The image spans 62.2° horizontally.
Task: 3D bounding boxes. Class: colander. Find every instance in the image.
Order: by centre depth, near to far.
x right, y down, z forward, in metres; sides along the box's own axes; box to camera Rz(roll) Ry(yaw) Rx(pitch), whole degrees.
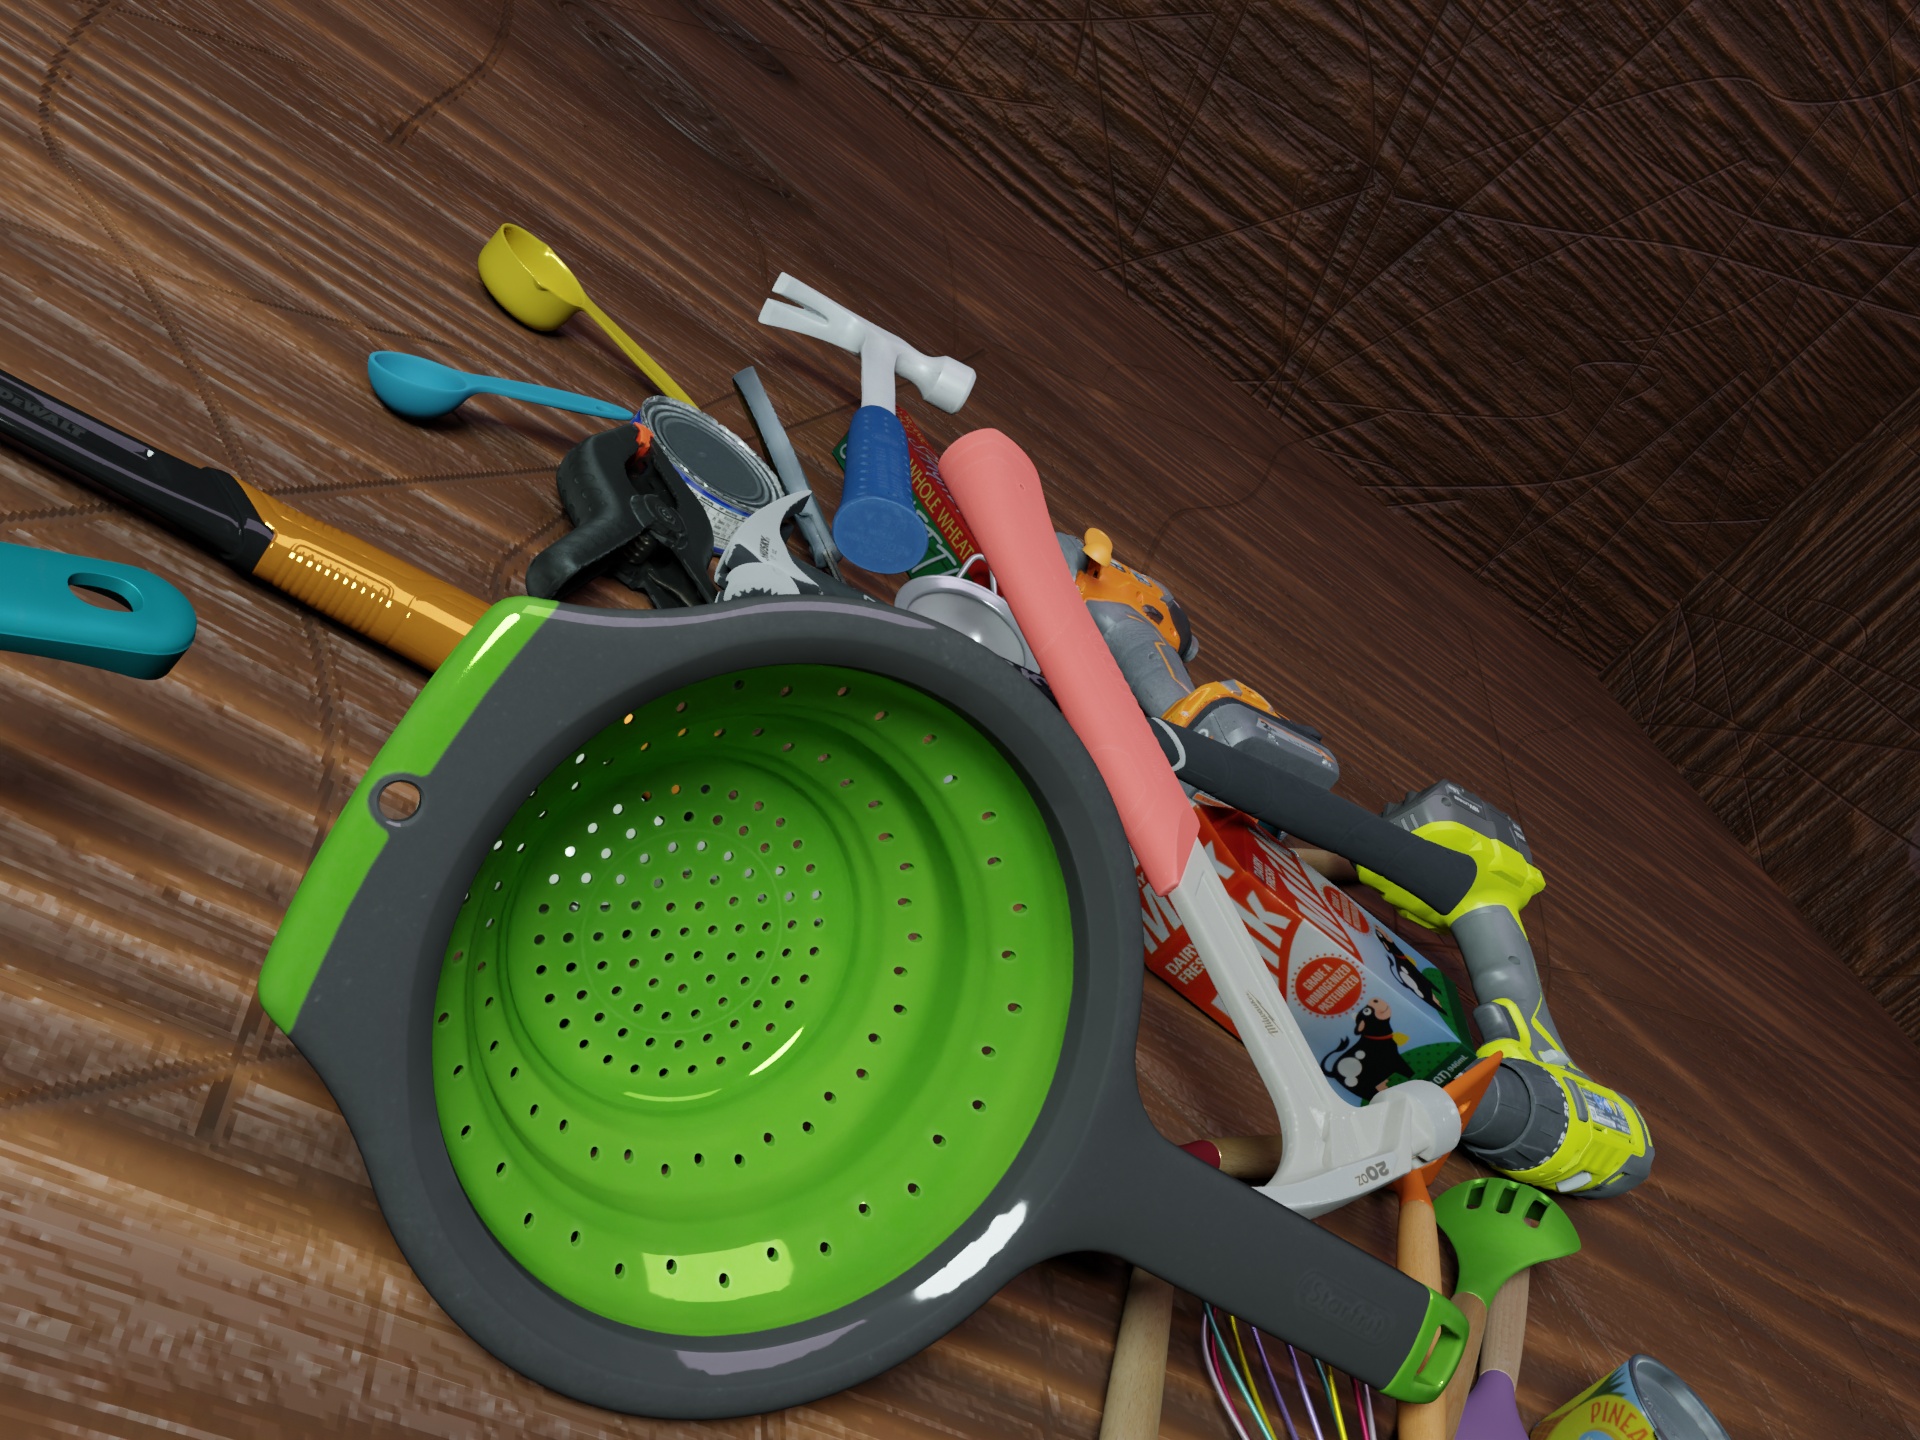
[{"bbox_3d":[0.000,0.108,0.462,0.396,0.204,0.094,35,-10,-27],"label":"colander"}]

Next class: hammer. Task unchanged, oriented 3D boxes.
[{"bbox_3d":[-0.218,-0.058,0.530,0.336,0.034,0.127,31,25,-26],"label":"hammer"},{"bbox_3d":[0.065,0.026,0.642,0.149,0.036,0.359,-2,56,-41],"label":"hammer"},{"bbox_3d":[0.076,0.002,0.750,0.408,0.036,0.149,24,22,-16],"label":"hammer"},{"bbox_3d":[-0.050,-0.167,0.869,0.144,0.035,0.406,25,21,-14],"label":"hammer"}]

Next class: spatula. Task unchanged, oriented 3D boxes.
[{"bbox_3d":[0.195,0.217,0.647,0.041,0.081,0.322,26,16,10],"label":"spatula"},{"bbox_3d":[0.238,0.278,0.694,0.060,0.018,0.316,28,18,15],"label":"spatula"},{"bbox_3d":[0.218,0.093,0.976,0.044,0.082,0.317,19,4,30],"label":"spatula"}]

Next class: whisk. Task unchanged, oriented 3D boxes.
[{"bbox_3d":[0.127,0.269,0.491,0.051,0.047,0.245,34,25,-38],"label":"whisk"}]

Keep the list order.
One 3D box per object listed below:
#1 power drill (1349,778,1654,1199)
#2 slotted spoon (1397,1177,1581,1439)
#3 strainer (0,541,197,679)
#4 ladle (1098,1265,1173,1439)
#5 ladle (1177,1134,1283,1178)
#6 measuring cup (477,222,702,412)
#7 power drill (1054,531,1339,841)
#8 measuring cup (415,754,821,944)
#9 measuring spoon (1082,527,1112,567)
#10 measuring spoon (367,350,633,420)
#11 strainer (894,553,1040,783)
[{"bbox_3d":[0.300,0.154,0.914,0.190,0.080,0.229,26,41,-40],"label":"power drill"},{"bbox_3d":[0.210,0.258,0.663,0.070,0.031,0.313,9,13,25],"label":"slotted spoon"},{"bbox_3d":[-0.296,-0.017,0.239,0.340,0.095,0.211,11,40,-56],"label":"strainer"},{"bbox_3d":[0.047,0.222,0.428,0.078,0.062,0.320,38,19,0],"label":"ladle"},{"bbox_3d":[0.113,0.181,0.652,0.069,0.031,0.315,32,9,37],"label":"ladle"},{"bbox_3d":[-0.198,-0.203,0.867,0.156,0.029,0.062,43,18,-32],"label":"measuring cup"},{"bbox_3d":[0.139,-0.021,1.016,0.164,0.084,0.227,21,26,-42],"label":"power drill"},{"bbox_3d":[-0.100,0.055,0.517,0.167,0.038,0.083,26,27,-40],"label":"measuring cup"},{"bbox_3d":[0.090,-0.114,1.018,0.021,0.011,0.117,35,15,-3],"label":"measuring spoon"},{"bbox_3d":[-0.202,-0.139,0.706,0.128,0.021,0.042,2,29,-47],"label":"measuring spoon"},{"bbox_3d":[-0.001,-0.003,0.792,0.087,0.050,0.259,22,32,-12],"label":"strainer"}]
